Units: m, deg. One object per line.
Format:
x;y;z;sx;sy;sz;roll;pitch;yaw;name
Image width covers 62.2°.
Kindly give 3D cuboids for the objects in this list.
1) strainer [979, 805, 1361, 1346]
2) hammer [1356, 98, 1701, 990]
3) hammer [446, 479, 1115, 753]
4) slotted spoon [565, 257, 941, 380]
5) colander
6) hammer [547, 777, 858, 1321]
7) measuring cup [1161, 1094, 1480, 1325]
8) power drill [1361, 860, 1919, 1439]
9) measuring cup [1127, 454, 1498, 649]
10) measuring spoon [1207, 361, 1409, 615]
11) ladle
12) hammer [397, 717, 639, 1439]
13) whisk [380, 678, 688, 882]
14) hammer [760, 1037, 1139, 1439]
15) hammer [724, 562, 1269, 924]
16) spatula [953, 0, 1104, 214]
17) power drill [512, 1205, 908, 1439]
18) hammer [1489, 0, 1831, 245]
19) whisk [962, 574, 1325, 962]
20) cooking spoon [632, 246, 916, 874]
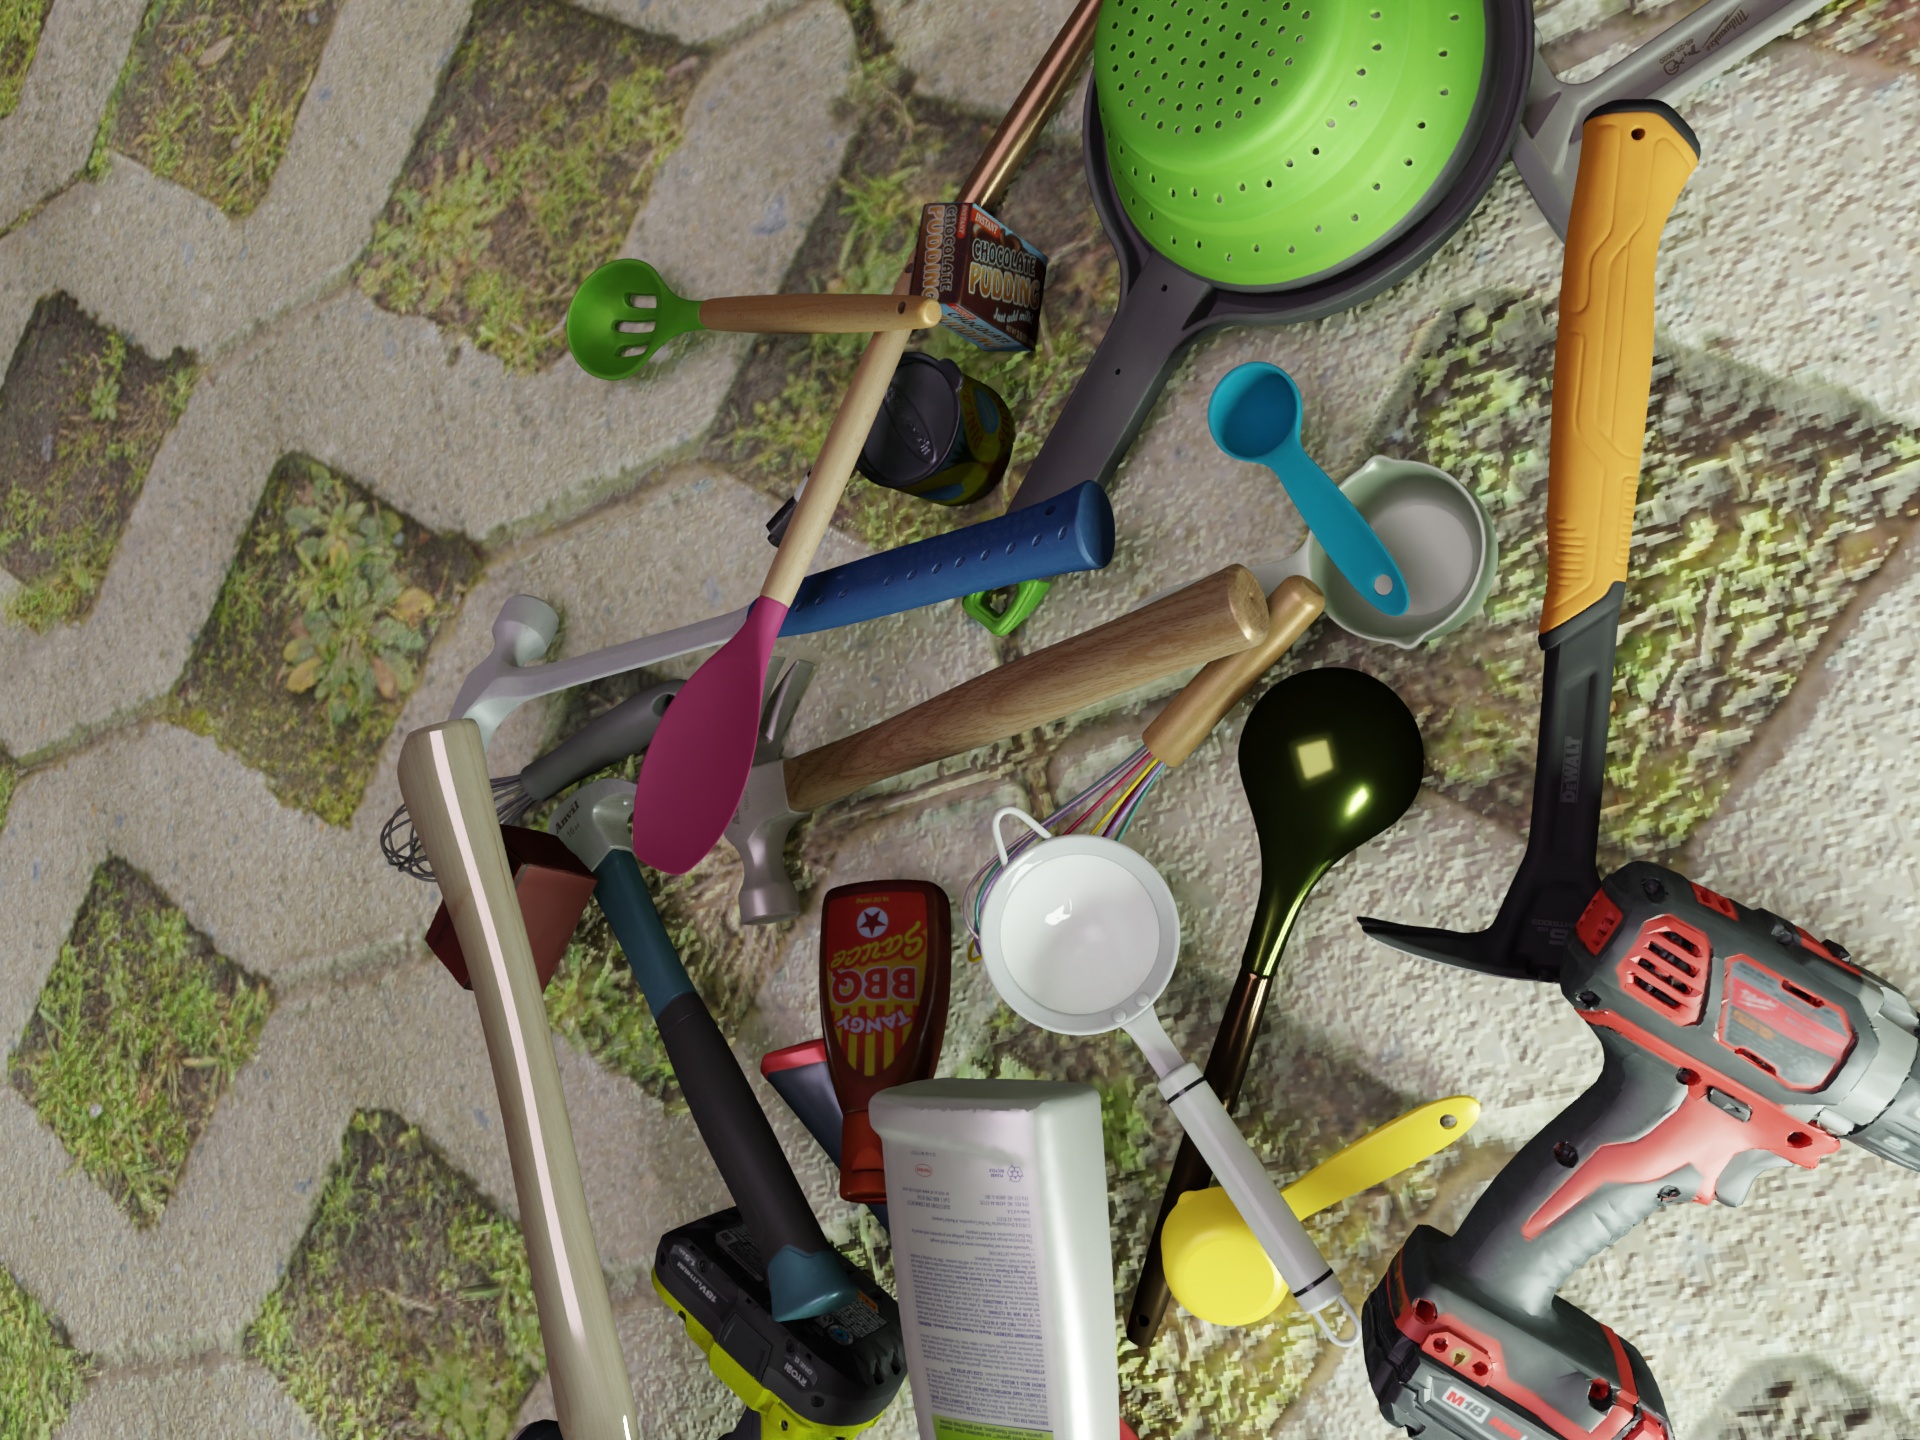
0.088;0.148;0.675;0.087;0.050;0.259;-33;72;-2;strainer
0.233;-0.066;0.614;0.127;0.034;0.337;5;94;9;hammer
-0.110;-0.044;0.796;0.405;0.035;0.144;-12;45;31;hammer
-0.115;-0.207;0.820;0.314;0.031;0.070;15;95;47;slotted spoon
0.085;-0.209;0.691;0.205;0.094;0.397;41;112;28;colander
-0.141;0.160;0.817;0.128;0.033;0.331;-48;54;19;hammer
0.153;0.206;0.672;0.156;0.029;0.062;-37;98;17;measuring cup
0.271;0.185;0.577;0.188;0.080;0.226;29;102;7;power drill
0.152;-0.061;0.698;0.167;0.038;0.083;-13;81;35;measuring cup
0.151;-0.096;0.670;0.042;0.021;0.129;-41;72;30;measuring spoon
0.126;0.131;0.702;0.078;0.062;0.320;19;103;17;ladle
-0.200;0.197;0.776;0.146;0.038;0.411;-18;83;30;hammer
-0.245;0.033;0.916;0.239;0.055;0.055;-28;73;21;whisk
0.023;0.305;0.741;0.387;0.038;0.143;45;119;27;hammer
-0.001;-0.002;0.750;0.331;0.031;0.130;-22;71;38;hammer
0.051;-0.328;0.767;0.082;0.044;0.317;34;107;-1;spatula
-0.135;0.367;0.812;0.191;0.080;0.228;31;105;28;power drill
0.374;-0.305;0.584;0.359;0.036;0.149;-30;72;25;hammer
0.077;0.030;0.713;0.051;0.047;0.245;50;118;18;whisk
-0.076;-0.078;0.740;0.069;0.017;0.319;17;81;39;cooking spoon
